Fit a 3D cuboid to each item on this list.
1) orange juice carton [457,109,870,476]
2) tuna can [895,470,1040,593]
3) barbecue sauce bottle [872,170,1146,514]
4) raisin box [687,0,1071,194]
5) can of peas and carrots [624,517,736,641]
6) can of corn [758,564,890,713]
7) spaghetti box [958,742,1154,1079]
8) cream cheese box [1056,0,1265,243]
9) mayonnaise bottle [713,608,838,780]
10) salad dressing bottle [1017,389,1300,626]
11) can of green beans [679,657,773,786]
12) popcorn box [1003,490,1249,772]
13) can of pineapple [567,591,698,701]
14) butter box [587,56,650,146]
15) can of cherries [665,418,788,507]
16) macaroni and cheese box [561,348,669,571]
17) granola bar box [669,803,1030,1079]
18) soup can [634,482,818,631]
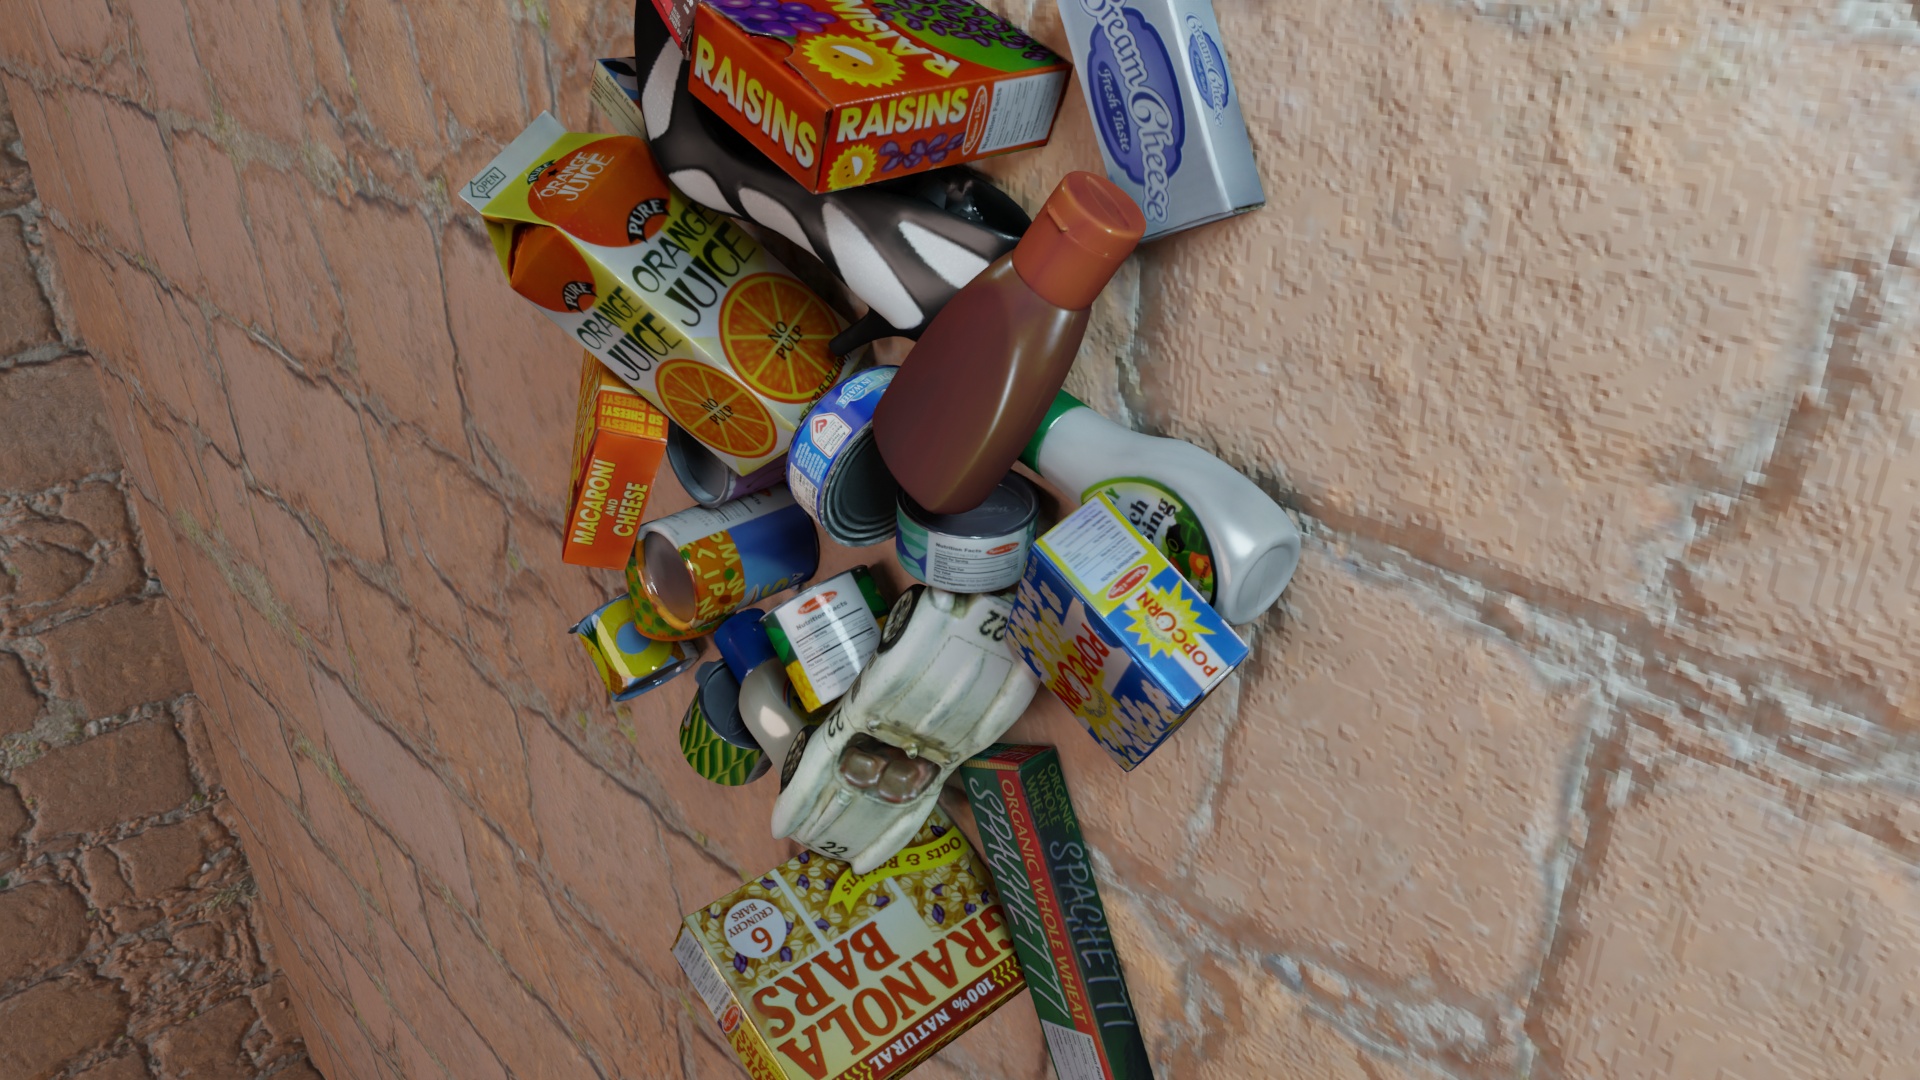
[{"bbox_3d":[-0.147,-0.125,0.685,0.192,0.072,0.073,41,147,-18],"label":"orange juice carton"},{"bbox_3d":[0.002,-0.008,0.644,0.071,0.071,0.032,33,133,36],"label":"tuna can"},{"bbox_3d":[0.018,-0.078,0.550,0.147,0.044,0.065,-53,57,40],"label":"barbecue sauce bottle"},{"bbox_3d":[-0.031,-0.181,0.543,0.086,0.124,0.039,44,138,27],"label":"raisin box"},{"bbox_3d":[-0.175,0.024,0.872,0.071,0.071,0.058,21,125,43],"label":"can of peas and carrots"},{"bbox_3d":[-0.067,0.054,0.760,0.071,0.071,0.058,-35,81,52],"label":"can of corn"},{"bbox_3d":[0.058,0.224,0.727,0.050,0.029,0.249,-6,104,52],"label":"spaghetti box"},{"bbox_3d":[0.072,-0.165,0.510,0.053,0.024,0.103,-7,103,51],"label":"cream cheese box"},{"bbox_3d":[-0.096,0.107,0.827,0.041,0.065,0.148,-49,64,28],"label":"mayonnaise bottle"},{"bbox_3d":[0.069,-0.022,0.572,0.148,0.044,0.064,38,144,35],"label":"salad dressing bottle"},{"bbox_3d":[-0.139,0.113,0.876,0.071,0.071,0.057,54,141,16],"label":"can of green beans"},{"bbox_3d":[0.063,0.042,0.573,0.085,0.038,0.126,49,164,14],"label":"popcorn box"},{"bbox_3d":[-0.223,0.071,0.952,0.058,0.071,0.070,60,142,8],"label":"can of pineapple"},{"bbox_3d":[-0.144,-0.211,0.722,0.104,0.053,0.024,50,137,19],"label":"butter box"},{"bbox_3d":[-0.123,-0.060,0.772,0.071,0.058,0.071,27,127,41],"label":"can of cherries"},{"bbox_3d":[-0.193,-0.085,0.788,0.123,0.040,0.167,123,151,-48],"label":"macaroni and cheese box"},{"bbox_3d":[-0.050,0.220,0.742,0.124,0.166,0.038,50,139,20],"label":"granola bar box"},{"bbox_3d":[-0.134,0.010,0.801,0.071,0.084,0.071,27,128,40],"label":"soup can"}]
